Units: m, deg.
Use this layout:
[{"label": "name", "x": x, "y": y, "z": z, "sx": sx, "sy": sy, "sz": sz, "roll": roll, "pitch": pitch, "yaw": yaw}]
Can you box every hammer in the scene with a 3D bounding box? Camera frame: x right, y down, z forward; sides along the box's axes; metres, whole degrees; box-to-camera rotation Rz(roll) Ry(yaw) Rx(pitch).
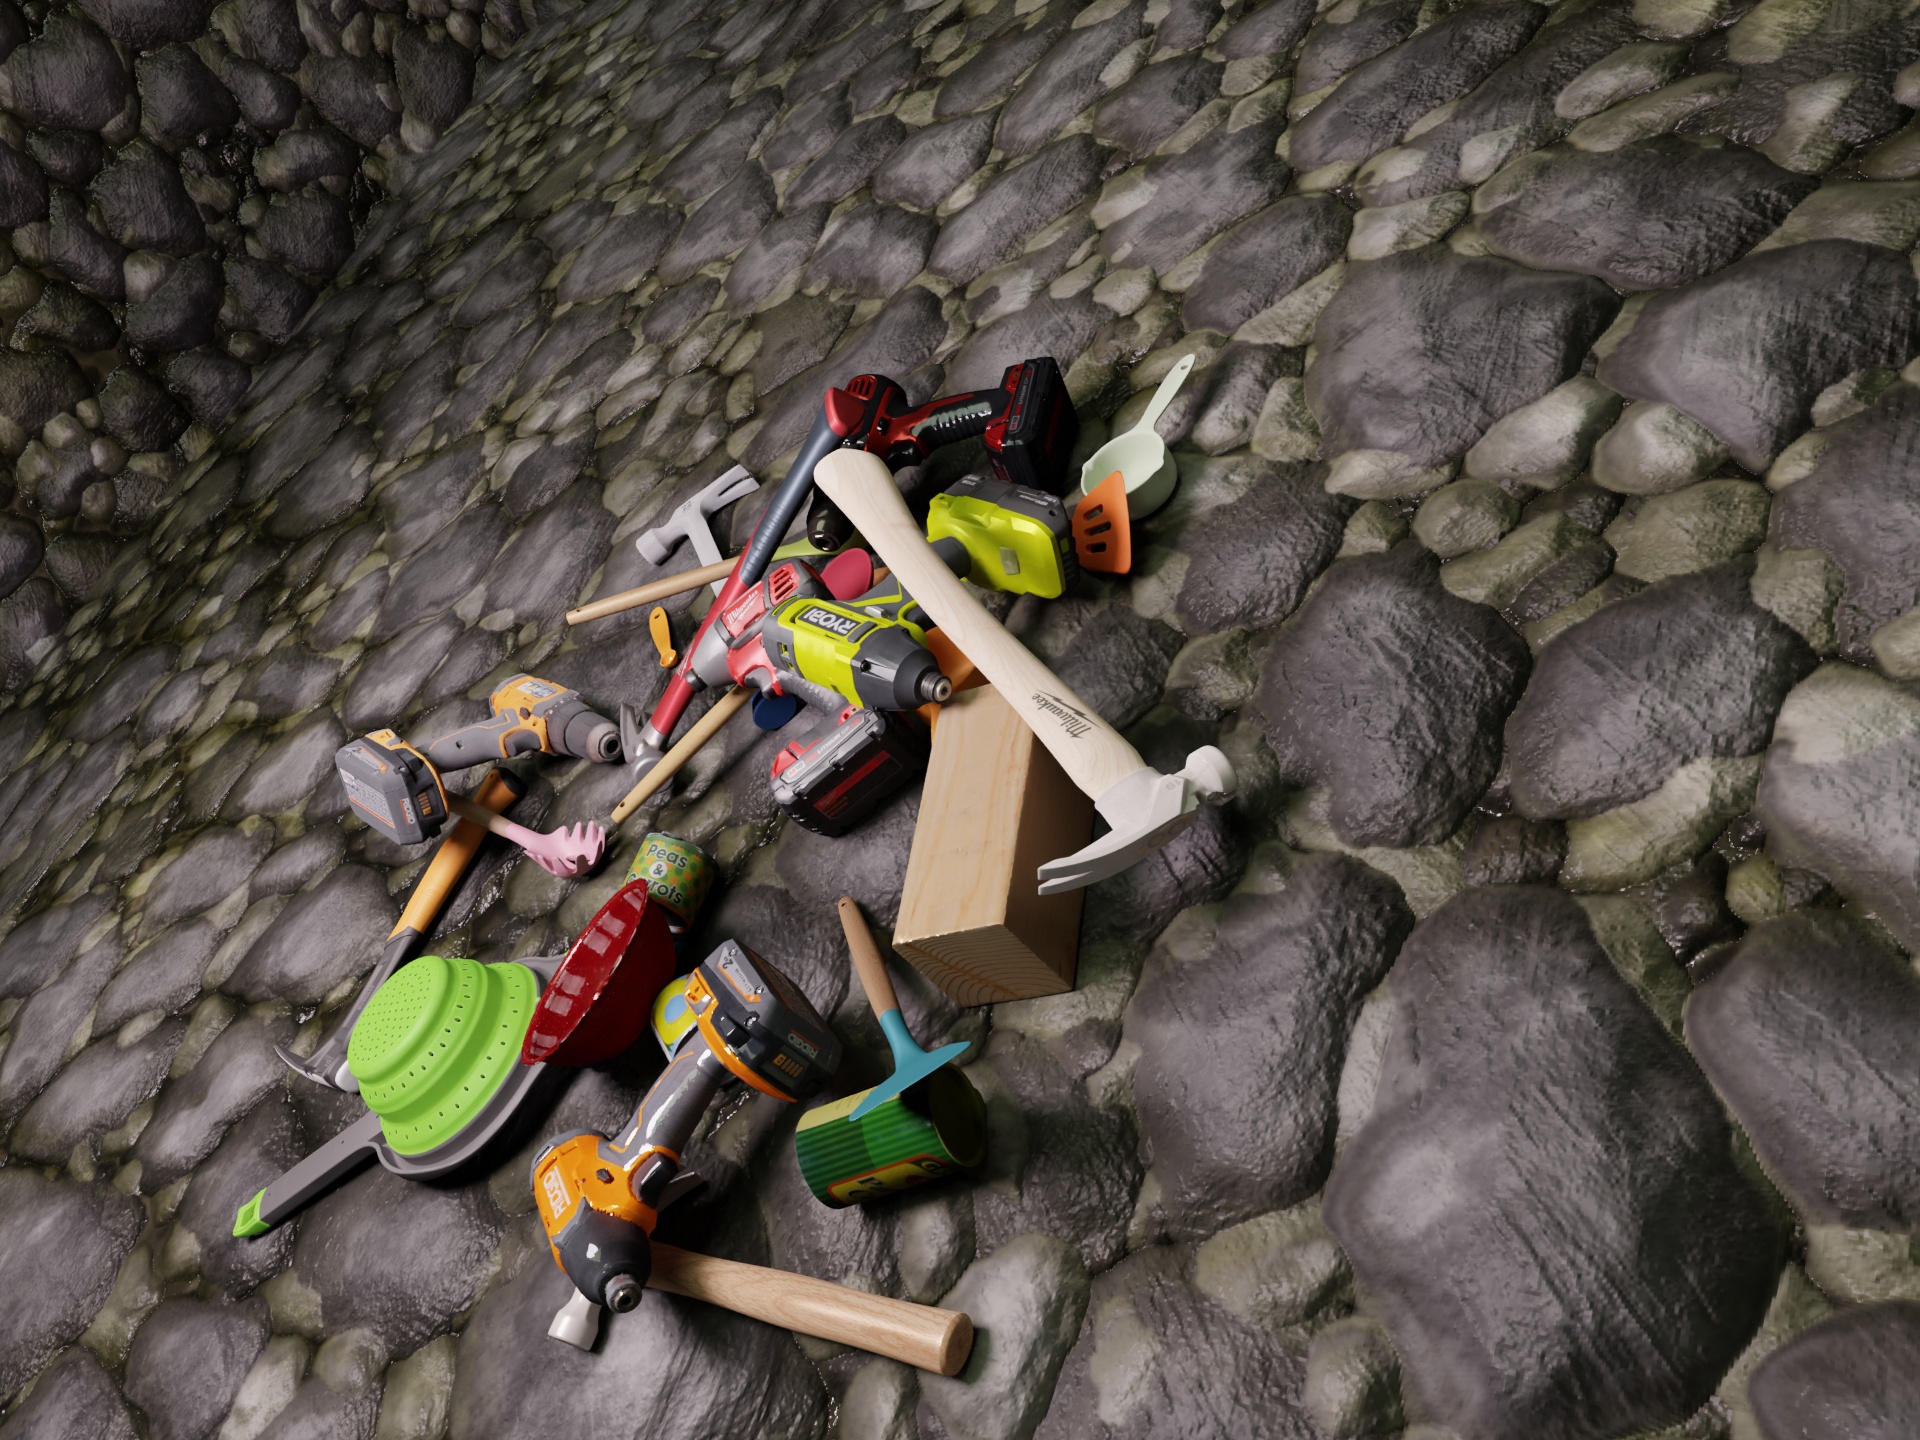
[{"label": "hammer", "x": -0.198, "y": -0.124, "z": 1.410, "sx": 0.386, "sy": 0.038, "sz": 0.143, "roll": -58, "pitch": 28, "yaw": 15}, {"label": "hammer", "x": -0.128, "y": 0.361, "z": 1.010, "sx": 0.331, "sy": 0.031, "sz": 0.130, "roll": -3, "pitch": 53, "yaw": 39}, {"label": "hammer", "x": 0.006, "y": -0.055, "z": 1.097, "sx": 0.146, "sy": 0.038, "sz": 0.411, "roll": -29, "pitch": 56, "yaw": -17}, {"label": "hammer", "x": -0.221, "y": -0.121, "z": 1.539, "sx": 0.144, "sy": 0.035, "sz": 0.406, "roll": -38, "pitch": 38, "yaw": 6}, {"label": "hammer", "x": -0.521, "y": 0.188, "z": 1.513, "sx": 0.127, "sy": 0.034, "sz": 0.337, "roll": 3, "pitch": 57, "yaw": 41}]

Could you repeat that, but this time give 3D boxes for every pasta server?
[{"label": "pasta server", "x": -0.439, "y": 0.090, "z": 1.493, "sx": 0.316, "sy": 0.040, "sz": 0.060, "roll": 18, "pitch": 40, "yaw": 38}]

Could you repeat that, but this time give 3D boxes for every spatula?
[{"label": "spatula", "x": 0.021, "y": -0.141, "z": 1.340, "sx": 0.323, "sy": 0.041, "sz": 0.081, "roll": -7, "pitch": 87, "yaw": 41}, {"label": "spatula", "x": -0.054, "y": 0.176, "z": 1.048, "sx": 0.082, "sy": 0.044, "sz": 0.318, "roll": -32, "pitch": 22, "yaw": -2}]

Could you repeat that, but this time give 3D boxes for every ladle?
[{"label": "ladle", "x": -0.222, "y": -0.152, "z": 1.488, "sx": 0.320, "sy": 0.062, "sz": 0.078, "roll": -17, "pitch": 40, "yaw": 4}, {"label": "ladle", "x": -0.185, "y": -0.026, "z": 1.369, "sx": 0.315, "sy": 0.031, "sz": 0.069, "roll": -45, "pitch": 43, "yaw": -3}]

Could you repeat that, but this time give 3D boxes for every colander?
[{"label": "colander", "x": -0.490, "y": 0.305, "z": 1.310, "sx": 0.397, "sy": 0.094, "sz": 0.205, "roll": -36, "pitch": 33, "yaw": 14}]

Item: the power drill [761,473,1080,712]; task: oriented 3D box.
[{"label": "power drill", "x": -0.017, "y": -0.091, "z": 1.206, "sx": 0.171, "sy": 0.080, "sz": 0.223, "roll": 22, "pitch": 50, "yaw": 39}]

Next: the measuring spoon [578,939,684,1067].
[{"label": "measuring spoon", "x": -0.262, "y": 0.228, "z": 1.269, "sx": 0.042, "sy": 0.021, "sz": 0.128, "roll": 21, "pitch": 60, "yaw": 46}]

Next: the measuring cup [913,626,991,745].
[{"label": "measuring cup", "x": -0.002, "y": -0.004, "z": 1.226, "sx": 0.095, "sy": 0.052, "sz": 0.174, "roll": -25, "pitch": 43, "yaw": 20}]

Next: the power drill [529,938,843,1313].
[{"label": "power drill", "x": -0.184, "y": 0.271, "z": 1.044, "sx": 0.226, "sy": 0.084, "sz": 0.164, "roll": -49, "pitch": 30, "yaw": -3}]

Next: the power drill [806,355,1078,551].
[{"label": "power drill", "x": -0.025, "y": -0.230, "z": 1.393, "sx": 0.227, "sy": 0.080, "sz": 0.188, "roll": 0, "pitch": 55, "yaw": 24}]

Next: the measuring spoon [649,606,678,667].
[{"label": "measuring spoon", "x": -0.297, "y": -0.083, "z": 1.594, "sx": 0.021, "sy": 0.011, "sz": 0.117, "roll": -38, "pitch": 35, "yaw": 7}]

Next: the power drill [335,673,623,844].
[{"label": "power drill", "x": -0.443, "y": 0.033, "z": 1.496, "sx": 0.226, "sy": 0.084, "sz": 0.185, "roll": -29, "pitch": 33, "yaw": -36}]

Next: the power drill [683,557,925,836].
[{"label": "power drill", "x": -0.135, "y": -0.020, "z": 1.286, "sx": 0.143, "sy": 0.078, "sz": 0.220, "roll": -38, "pitch": 55, "yaw": 5}]

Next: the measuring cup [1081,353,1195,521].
[{"label": "measuring cup", "x": 0.161, "y": -0.231, "z": 1.310, "sx": 0.083, "sy": 0.038, "sz": 0.168, "roll": 7, "pitch": 58, "yaw": 45}]
